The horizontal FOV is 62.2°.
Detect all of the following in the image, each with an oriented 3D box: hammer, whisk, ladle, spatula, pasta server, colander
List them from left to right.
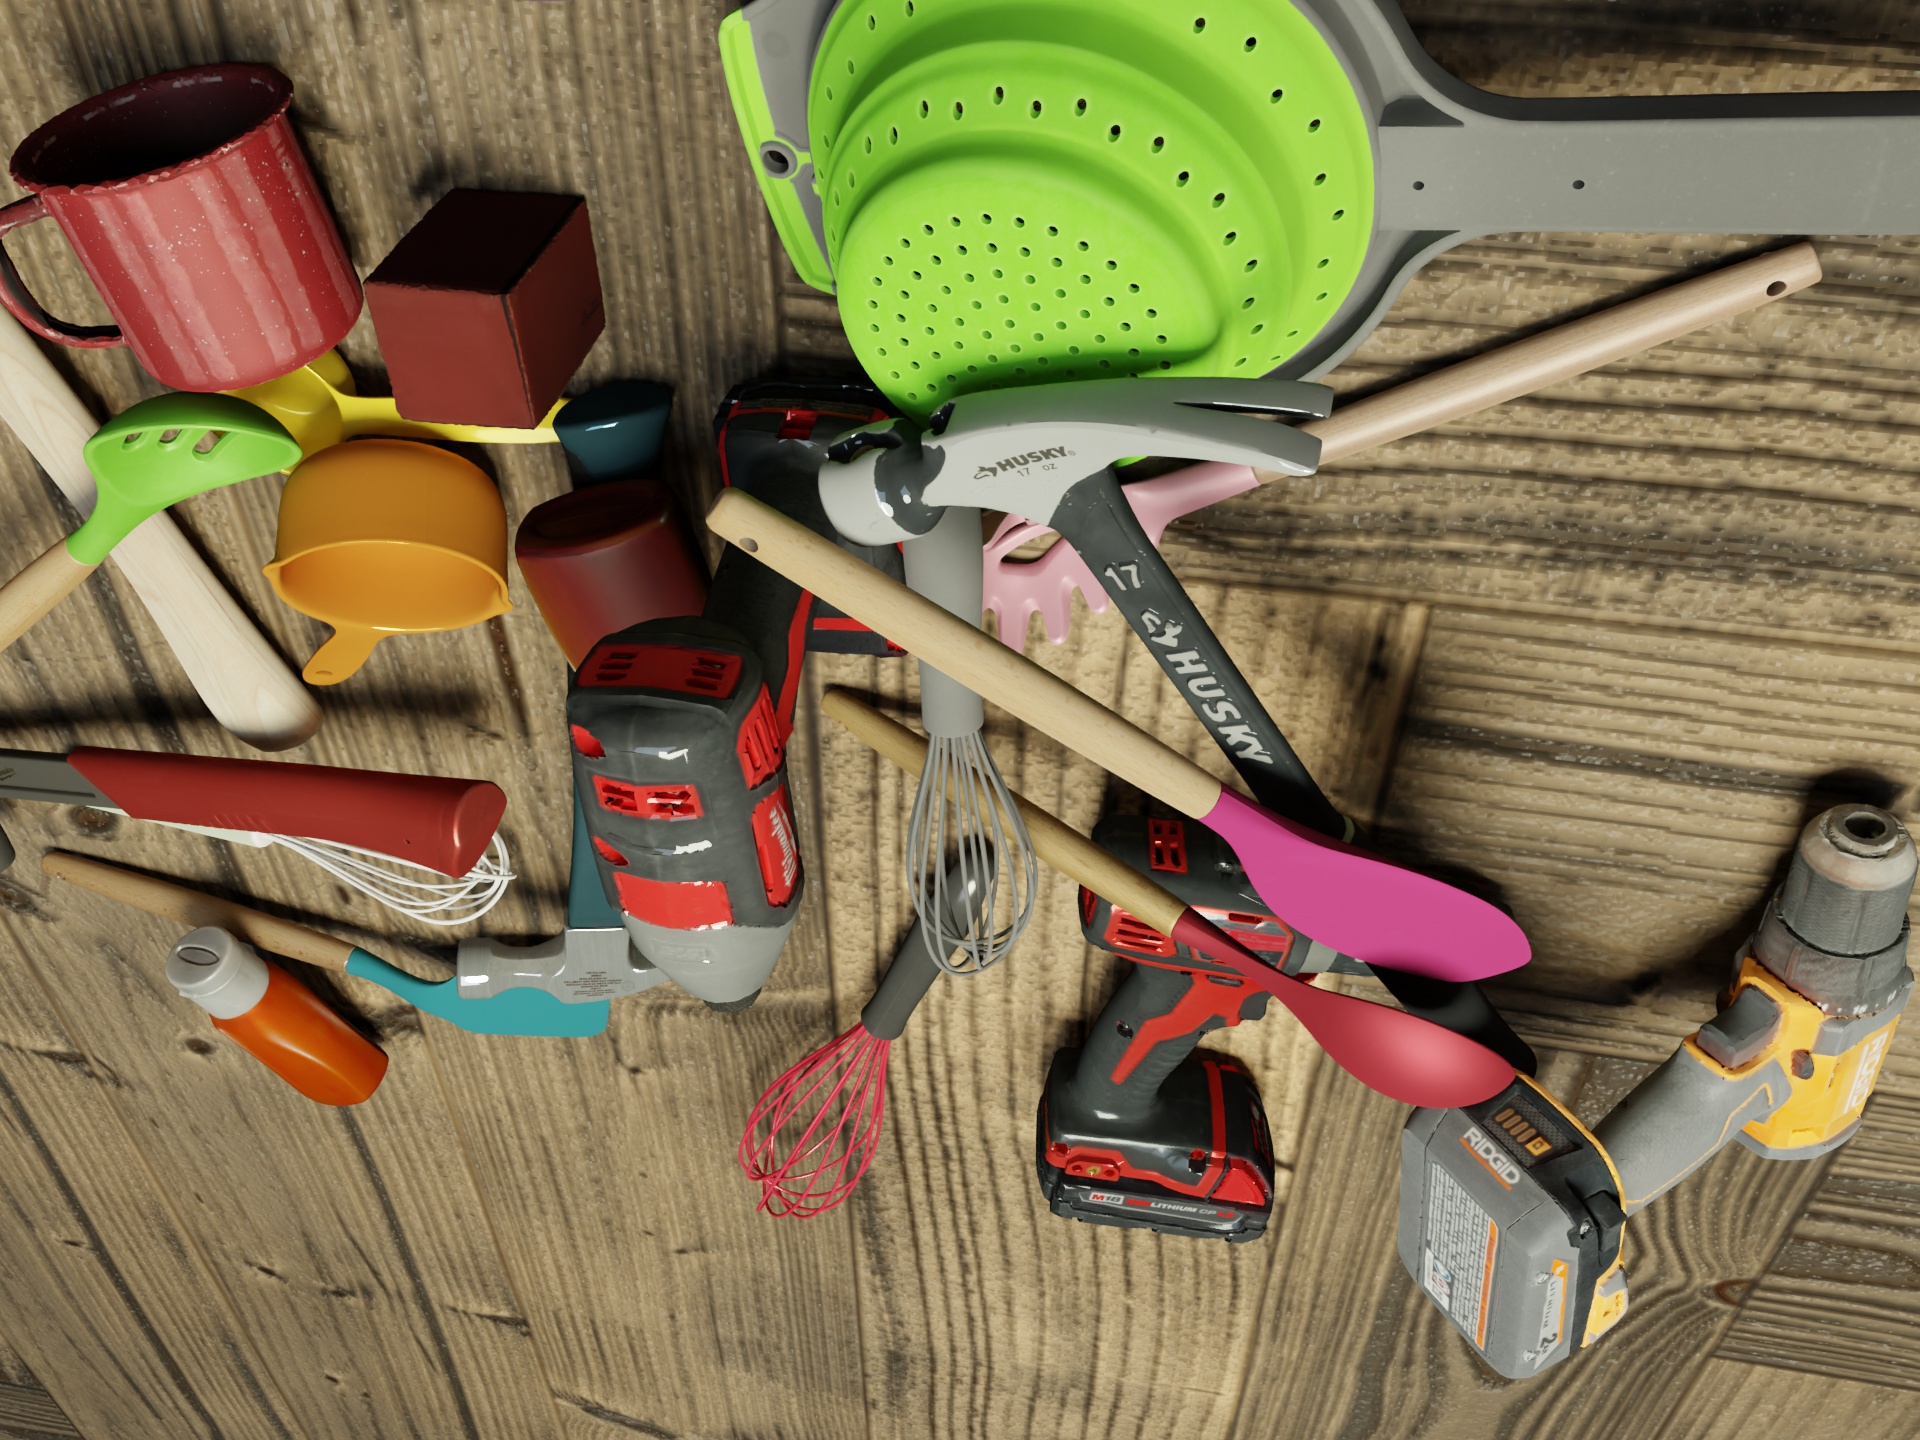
[{"bbox_3d":[-0.372,-0.145,0.621,0.146,0.038,0.410,-1,132,29],"label":"hammer"},{"bbox_3d":[-0.369,0.023,0.733,0.359,0.037,0.149,3,122,22],"label":"hammer"},{"bbox_3d":[-0.338,0.053,0.794,0.246,0.059,0.058,12,89,8],"label":"whisk"},{"bbox_3d":[-0.347,0.116,0.864,0.317,0.044,0.082,16,133,5],"label":"spatula"},{"bbox_3d":[-0.157,0.005,0.695,0.128,0.033,0.330,1,129,-14],"label":"hammer"},{"bbox_3d":[-0.047,0.166,0.811,0.073,0.073,0.295,24,126,-8],"label":"whisk"},{"bbox_3d":[0.000,-0.002,0.585,0.055,0.055,0.238,3,123,11],"label":"whisk"},{"bbox_3d":[0.066,0.065,0.629,0.316,0.031,0.069,31,162,23],"label":"ladle"},{"bbox_3d":[0.124,0.031,0.554,0.149,0.036,0.408,-7,140,37],"label":"hammer"},{"bbox_3d":[0.129,-0.093,0.556,0.316,0.040,0.060,-18,136,25],"label":"pasta server"},{"bbox_3d":[0.105,-0.131,0.439,0.397,0.095,0.204,7,145,20],"label":"colander"}]

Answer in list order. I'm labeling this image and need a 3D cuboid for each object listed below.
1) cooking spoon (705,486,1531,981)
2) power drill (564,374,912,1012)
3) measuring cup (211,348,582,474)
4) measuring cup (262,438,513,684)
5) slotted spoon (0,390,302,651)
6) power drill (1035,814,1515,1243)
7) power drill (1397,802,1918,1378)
[{"bbox_3d":[0.059,0.013,0.509,0.318,0.017,0.068,30,146,-19],"label":"cooking spoon"},{"bbox_3d":[-0.065,-0.013,0.548,0.078,0.220,0.143,4,131,10],"label":"power drill"},{"bbox_3d":[-0.216,-0.127,0.625,0.156,0.029,0.062,2,136,-4],"label":"measuring cup"},{"bbox_3d":[-0.247,-0.062,0.663,0.095,0.052,0.173,8,159,-33],"label":"measuring cup"},{"bbox_3d":[-0.370,-0.060,0.647,0.314,0.031,0.070,-25,165,33],"label":"slotted spoon"},{"bbox_3d":[0.134,0.142,0.736,0.188,0.080,0.226,8,128,-3],"label":"power drill"},{"bbox_3d":[0.286,0.142,0.633,0.226,0.084,0.185,-26,133,-16],"label":"power drill"}]
